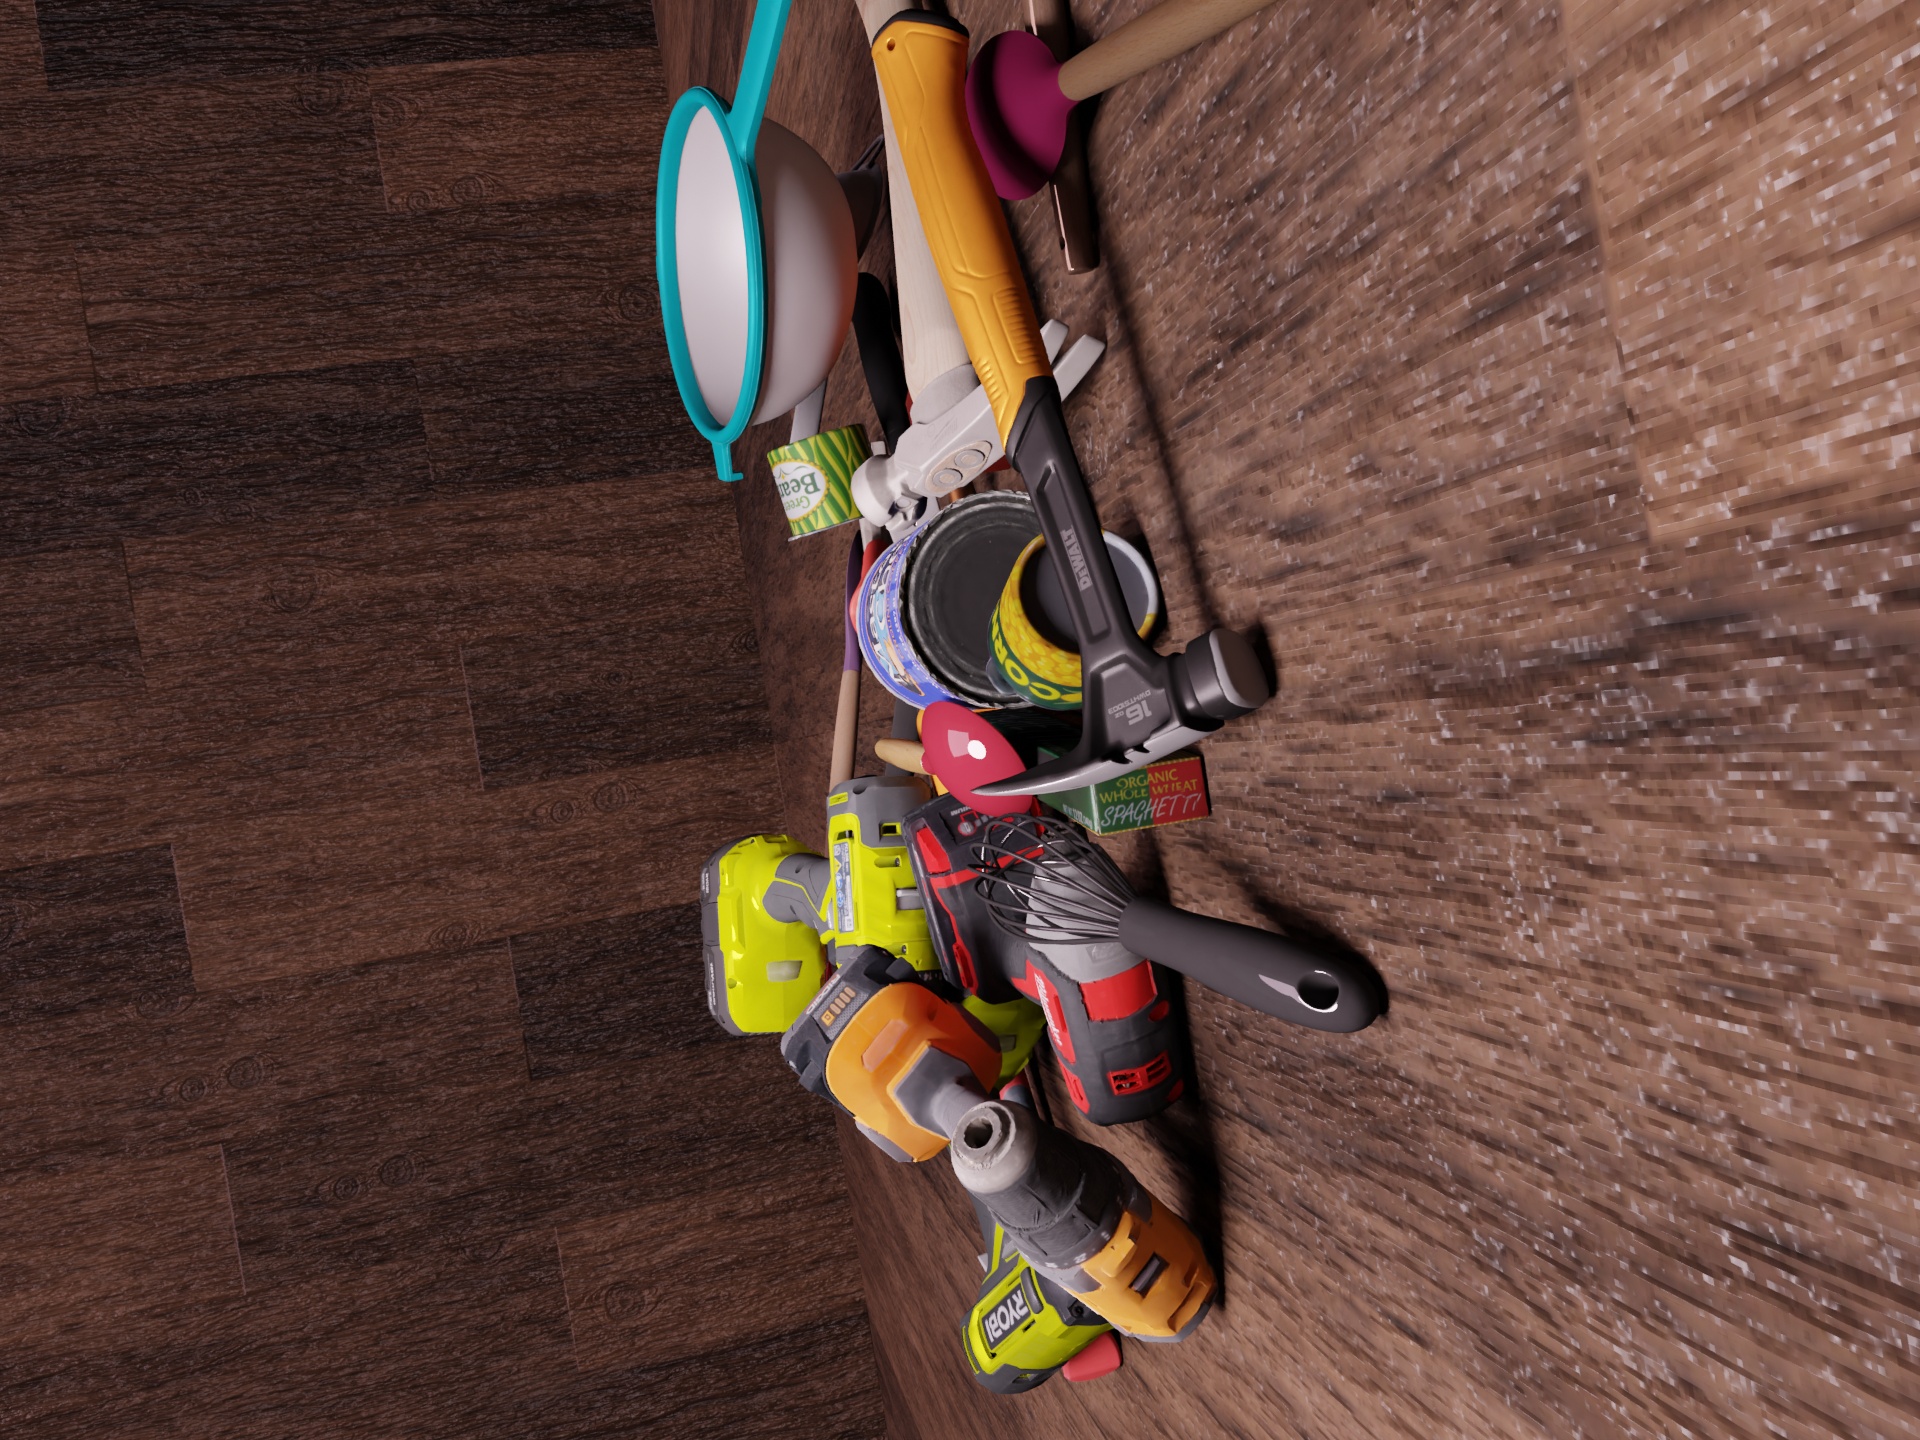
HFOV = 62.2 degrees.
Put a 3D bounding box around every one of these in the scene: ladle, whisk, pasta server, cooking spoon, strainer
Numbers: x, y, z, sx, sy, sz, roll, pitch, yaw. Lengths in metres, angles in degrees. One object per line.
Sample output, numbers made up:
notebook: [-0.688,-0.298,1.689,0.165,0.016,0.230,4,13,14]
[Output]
ladle: [-0.019,0.020,0.875,0.069,0.031,0.315,53,171,-8]
whisk: [-0.053,0.083,1.157,0.073,0.073,0.296,110,170,-68]
pasta server: [0.021,-0.347,0.666,0.060,0.040,0.316,-167,67,-69]
cooking spoon: [0.052,-0.242,0.587,0.319,0.017,0.068,-151,48,-69]
strainer: [-0.100,-0.314,0.942,0.340,0.095,0.211,120,136,-54]
strainer: [-0.094,-0.271,1.077,0.087,0.050,0.258,23,105,60]
whisk: [0.073,0.078,0.621,0.239,0.055,0.055,14,115,57]

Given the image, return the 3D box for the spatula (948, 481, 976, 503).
spatula: [0.013,-0.123,0.931,0.081,0.041,0.323,132,124,-76]

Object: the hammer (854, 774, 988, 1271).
hammer: [-0.021,0.239,1.207,0.144,0.035,0.406,91,162,-78]

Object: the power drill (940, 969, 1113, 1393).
power drill: [0.035,0.258,0.943,0.171,0.080,0.223,-57,42,40]

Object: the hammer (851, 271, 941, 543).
hammer: [-0.041,-0.193,1.035,0.146,0.035,0.335,69,-174,-47]

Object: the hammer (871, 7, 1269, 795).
hammer: [0.017,-0.138,0.646,0.127,0.034,0.337,-27,72,38]

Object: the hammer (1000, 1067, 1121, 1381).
hammer: [0.034,0.256,1.093,0.143,0.038,0.387,94,163,-54]

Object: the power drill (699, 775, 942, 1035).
power drill: [-0.084,0.144,1.009,0.228,0.080,0.191,-18,74,57]

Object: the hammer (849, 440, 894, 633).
hammer: [-0.057,-0.113,1.108,0.359,0.036,0.149,-104,6,-78]

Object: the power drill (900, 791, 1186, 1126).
power drill: [0.041,0.102,0.816,0.220,0.078,0.143,-150,43,-71]

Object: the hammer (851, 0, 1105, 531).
hammer: [-0.018,-0.302,0.819,0.146,0.038,0.411,-34,53,40]

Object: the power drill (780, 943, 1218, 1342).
power drill: [0.005,0.193,0.765,0.226,0.084,0.185,30,166,47]

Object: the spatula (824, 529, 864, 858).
spatula: [-0.087,-0.015,1.236,0.059,0.018,0.316,62,-153,-56]

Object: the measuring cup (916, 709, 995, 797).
measuring cup: [-0.001,-0.003,0.943,0.173,0.052,0.095,76,176,-48]
